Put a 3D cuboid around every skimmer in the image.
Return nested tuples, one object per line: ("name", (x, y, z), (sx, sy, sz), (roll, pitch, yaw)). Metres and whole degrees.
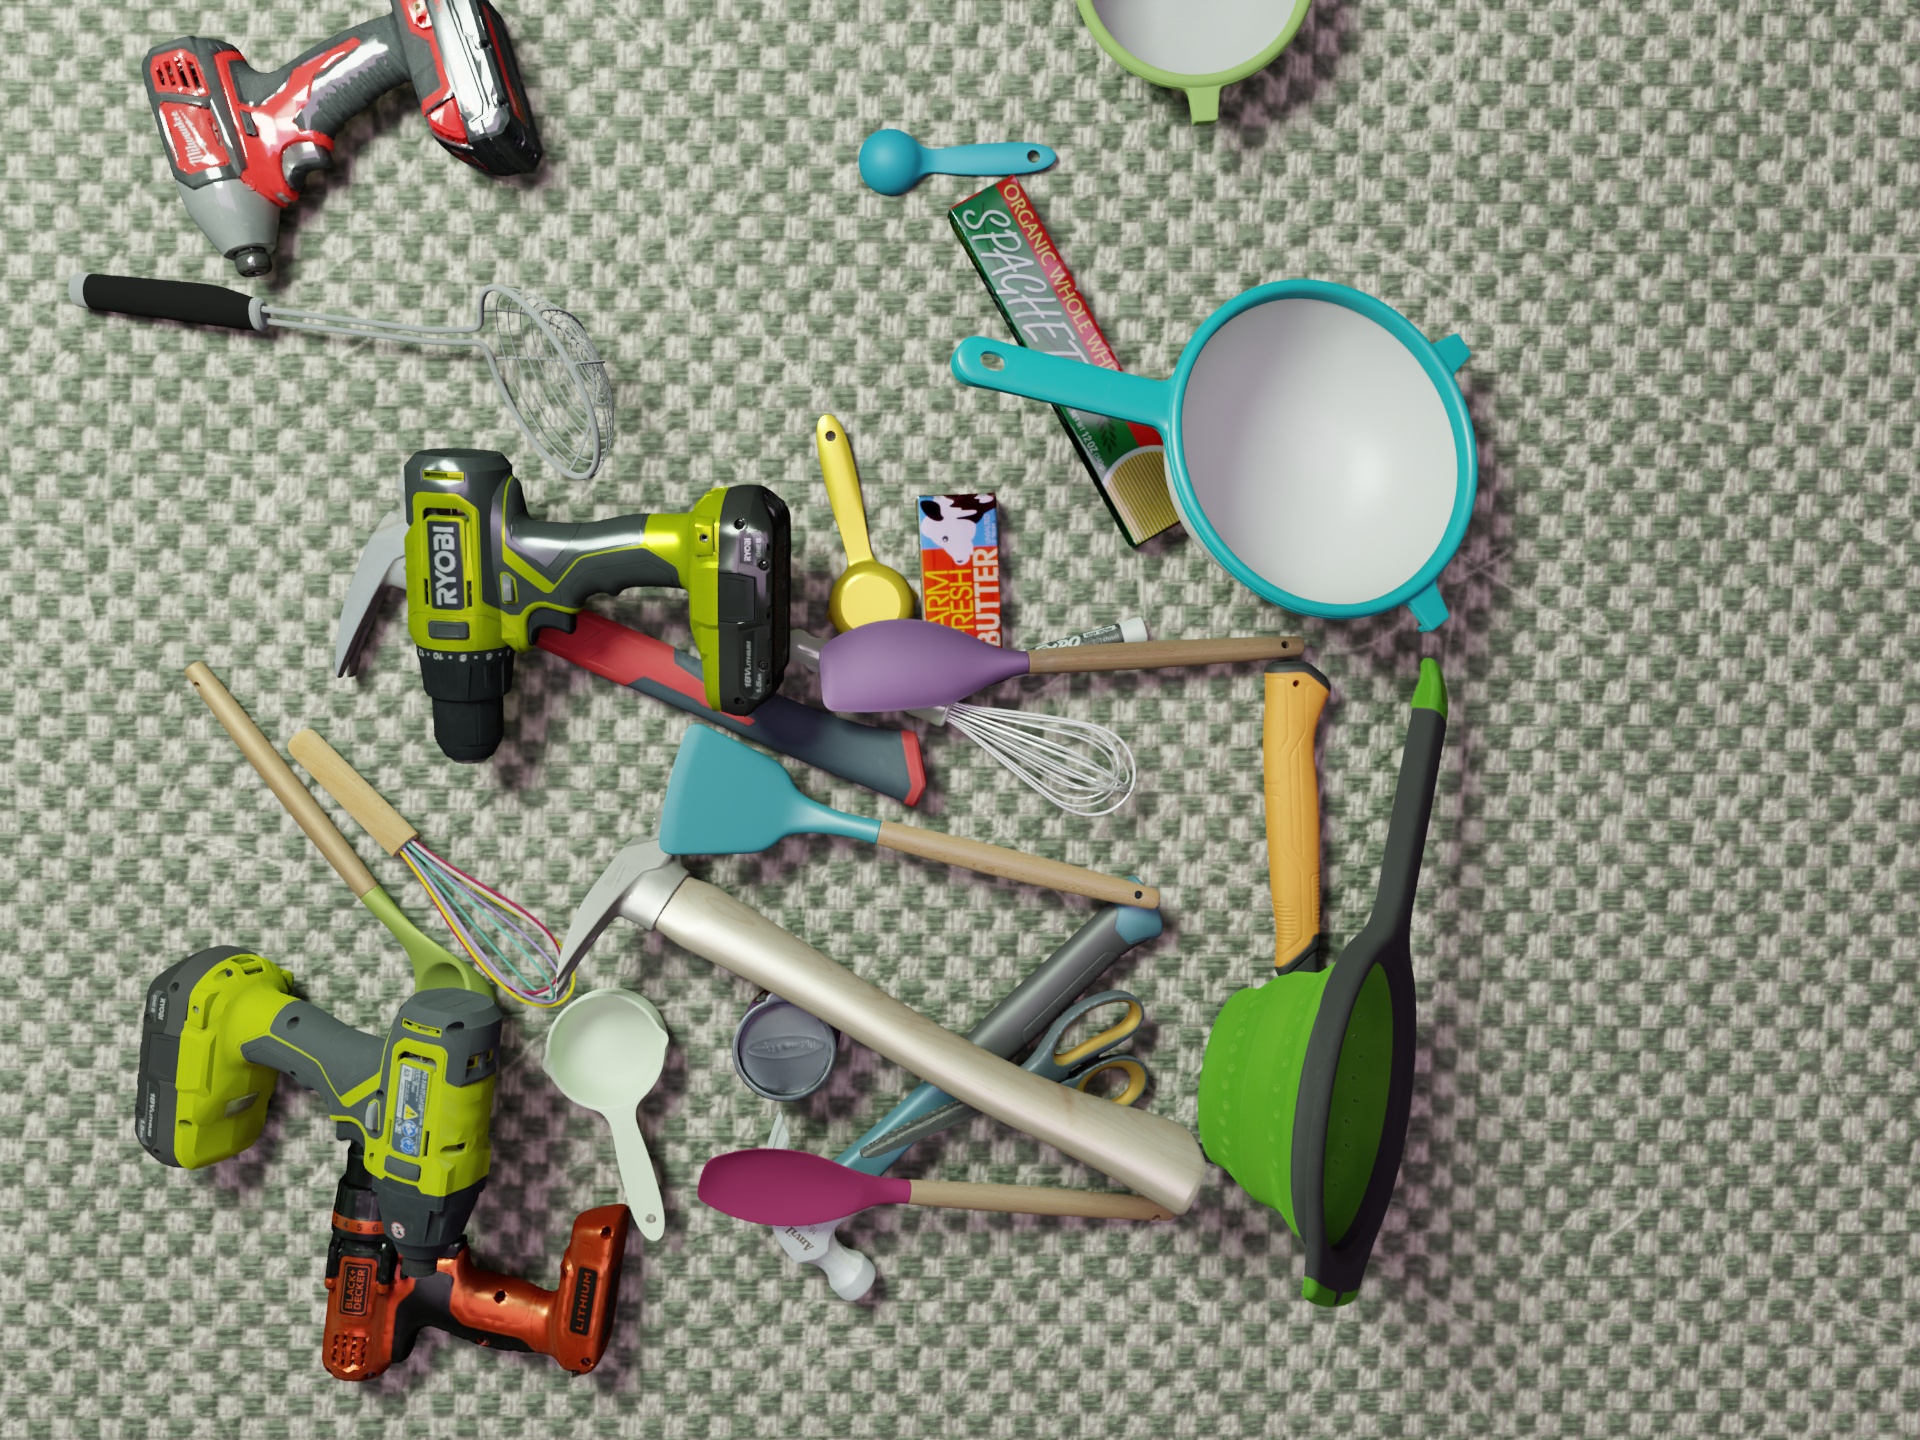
("skimmer", (-0.388, -0.227, 0.987), (0.363, 0.127, 0.090), (8, 51, 3))

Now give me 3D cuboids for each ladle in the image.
("ladle", (-0.404, 0.094, 1.020), (0.078, 0.062, 0.320), (-38, 90, 32))

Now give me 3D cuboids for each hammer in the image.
("hammer", (-0.045, 0.197, 0.972), (0.410, 0.038, 0.146), (27, 54, 7))
("hammer", (0.005, 0.227, 1.038), (0.331, 0.033, 0.128), (-43, 110, -2))
("hammer", (0.213, 0.129, 1.047), (0.127, 0.034, 0.337), (-2, 93, -2))
("hammer", (-0.206, -0.020, 1.028), (0.386, 0.038, 0.143), (24, 93, -2))

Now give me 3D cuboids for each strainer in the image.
("strainer", (0.148, -0.171, 0.980), (0.340, 0.095, 0.211), (11, 79, -15))
("strainer", (0.180, -0.501, 1.000), (0.151, 0.069, 0.256), (44, 90, -1))

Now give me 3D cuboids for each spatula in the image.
("spatula", (0.068, -0.041, 1.017), (0.316, 0.018, 0.060), (-3, 79, -9))
("spatula", (-0.026, 0.078, 1.003), (0.317, 0.044, 0.082), (13, 83, -2))

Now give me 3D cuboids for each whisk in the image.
("whisk", (-0.342, 0.095, 1.033), (0.245, 0.051, 0.047), (45, 70, 1))
("whisk", (-0.002, -0.003, 1.026), (0.246, 0.058, 0.059), (23, 92, 0))

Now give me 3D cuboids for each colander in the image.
("colander", (0.225, 0.147, 0.984), (0.094, 0.204, 0.397), (6, 74, 30))

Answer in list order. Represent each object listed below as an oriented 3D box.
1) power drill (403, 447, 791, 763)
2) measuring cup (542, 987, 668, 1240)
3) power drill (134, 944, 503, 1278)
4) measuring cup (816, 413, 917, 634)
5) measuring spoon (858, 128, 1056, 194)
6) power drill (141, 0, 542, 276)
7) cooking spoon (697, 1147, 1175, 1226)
("power drill", (-0.222, -0.064, 0.966), (0.228, 0.080, 0.190), (3, 105, 2))
("measuring cup", (-0.218, 0.255, 1.041), (0.083, 0.038, 0.167), (-14, 95, -1))
("power drill", (-0.390, 0.234, 0.975), (0.223, 0.080, 0.171), (11, 96, 20))
("measuring cup", (-0.069, -0.122, 1.029), (0.062, 0.029, 0.156), (-14, 95, -1))
("measuring spoon", (-0.002, -0.364, 1.024), (0.128, 0.021, 0.042), (-2, 93, 0))
("power drill", (-0.385, -0.370, 0.991), (0.219, 0.078, 0.143), (-16, 93, 2))
("cooking spoon", (-0.009, 0.304, 1.020), (0.318, 0.017, 0.068), (9, 121, -16))
